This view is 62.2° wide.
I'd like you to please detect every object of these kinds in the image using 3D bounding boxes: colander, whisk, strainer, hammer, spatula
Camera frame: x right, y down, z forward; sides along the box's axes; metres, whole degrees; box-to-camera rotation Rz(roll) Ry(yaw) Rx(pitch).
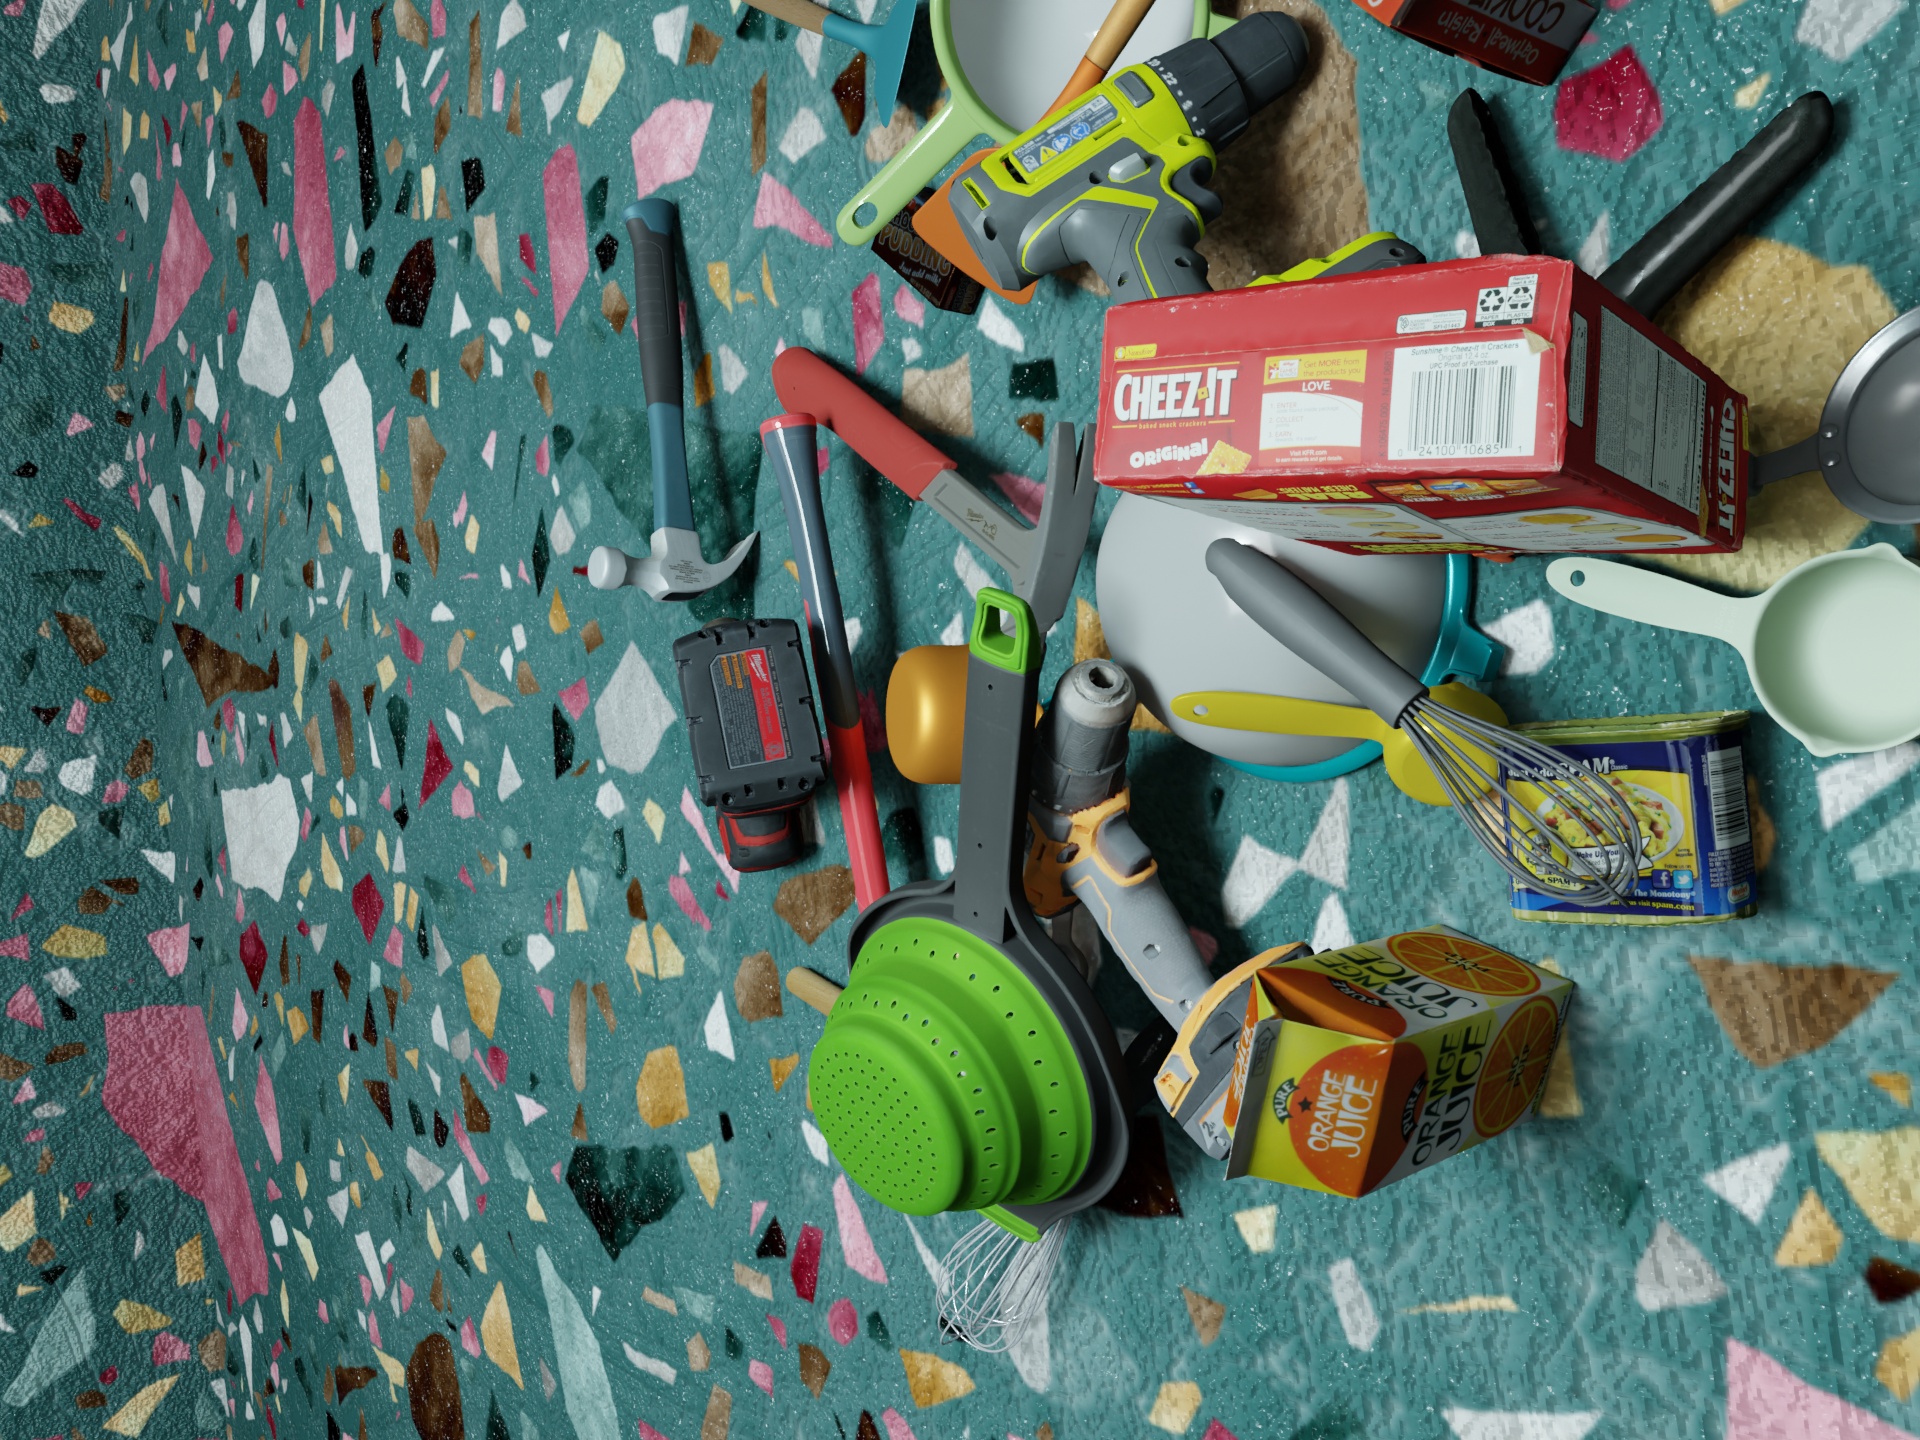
[{"bbox_3d":[-0.011,0.125,0.821,0.205,0.094,0.396,25,125,34],"label":"colander"},{"bbox_3d":[0.060,0.277,0.941,0.070,0.070,0.284,48,122,35],"label":"whisk"},{"bbox_3d":[0.318,-0.100,0.630,0.258,0.050,0.087,-15,63,54],"label":"strainer"},{"bbox_3d":[0.188,-0.006,0.674,0.239,0.055,0.055,45,125,28],"label":"whisk"},{"bbox_3d":[-0.030,-0.168,0.968,0.359,0.036,0.149,47,131,48],"label":"hammer"},{"bbox_3d":[-0.222,-0.244,1.184,0.033,0.128,0.331,-26,65,46],"label":"hammer"},{"bbox_3d":[0.084,-0.359,0.812,0.081,0.041,0.322,34,119,-6],"label":"spatula"},{"bbox_3d":[0.028,-0.358,0.885,0.256,0.069,0.151,-35,103,32],"label":"strainer"},{"bbox_3d":[0.099,-0.045,0.838,0.340,0.095,0.211,-34,69,43],"label":"strainer"},{"bbox_3d":[-0.073,-0.006,1.011,0.143,0.038,0.386,174,86,-76],"label":"hammer"},{"bbox_3d":[-0.044,0.212,1.070,0.245,0.051,0.047,19,87,50],"label":"whisk"},{"bbox_3d":[-0.110,-0.480,1.076,0.318,0.044,0.082,41,126,40],"label":"spatula"}]

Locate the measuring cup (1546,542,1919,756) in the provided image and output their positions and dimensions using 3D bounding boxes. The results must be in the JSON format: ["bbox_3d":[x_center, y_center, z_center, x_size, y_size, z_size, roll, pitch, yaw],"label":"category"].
[{"bbox_3d":[0.317,-0.040,0.638,0.168,0.038,0.083,26,112,46],"label":"measuring cup"}]

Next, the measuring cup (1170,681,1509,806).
[{"bbox_3d":[0.175,0.009,0.738,0.156,0.029,0.062,7,131,9],"label":"measuring cup"}]

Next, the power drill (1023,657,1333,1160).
[{"bbox_3d":[0.103,0.089,0.811,0.226,0.084,0.185,51,151,26],"label":"power drill"}]

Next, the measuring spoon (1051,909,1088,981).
[{"bbox_3d":[0.066,0.104,0.953,0.034,0.018,0.124,-2,85,49],"label":"measuring spoon"}]

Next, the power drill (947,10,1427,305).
[{"bbox_3d":[0.121,-0.232,0.755,0.190,0.080,0.229,-32,58,3],"label":"power drill"}]

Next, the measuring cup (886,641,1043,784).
[{"bbox_3d":[-0.001,-0.003,0.940,0.174,0.052,0.095,-177,87,-73],"label":"measuring cup"}]

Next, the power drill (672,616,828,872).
[{"bbox_3d":[-0.147,-0.003,1.081,0.226,0.080,0.188,118,140,-74],"label":"power drill"}]
